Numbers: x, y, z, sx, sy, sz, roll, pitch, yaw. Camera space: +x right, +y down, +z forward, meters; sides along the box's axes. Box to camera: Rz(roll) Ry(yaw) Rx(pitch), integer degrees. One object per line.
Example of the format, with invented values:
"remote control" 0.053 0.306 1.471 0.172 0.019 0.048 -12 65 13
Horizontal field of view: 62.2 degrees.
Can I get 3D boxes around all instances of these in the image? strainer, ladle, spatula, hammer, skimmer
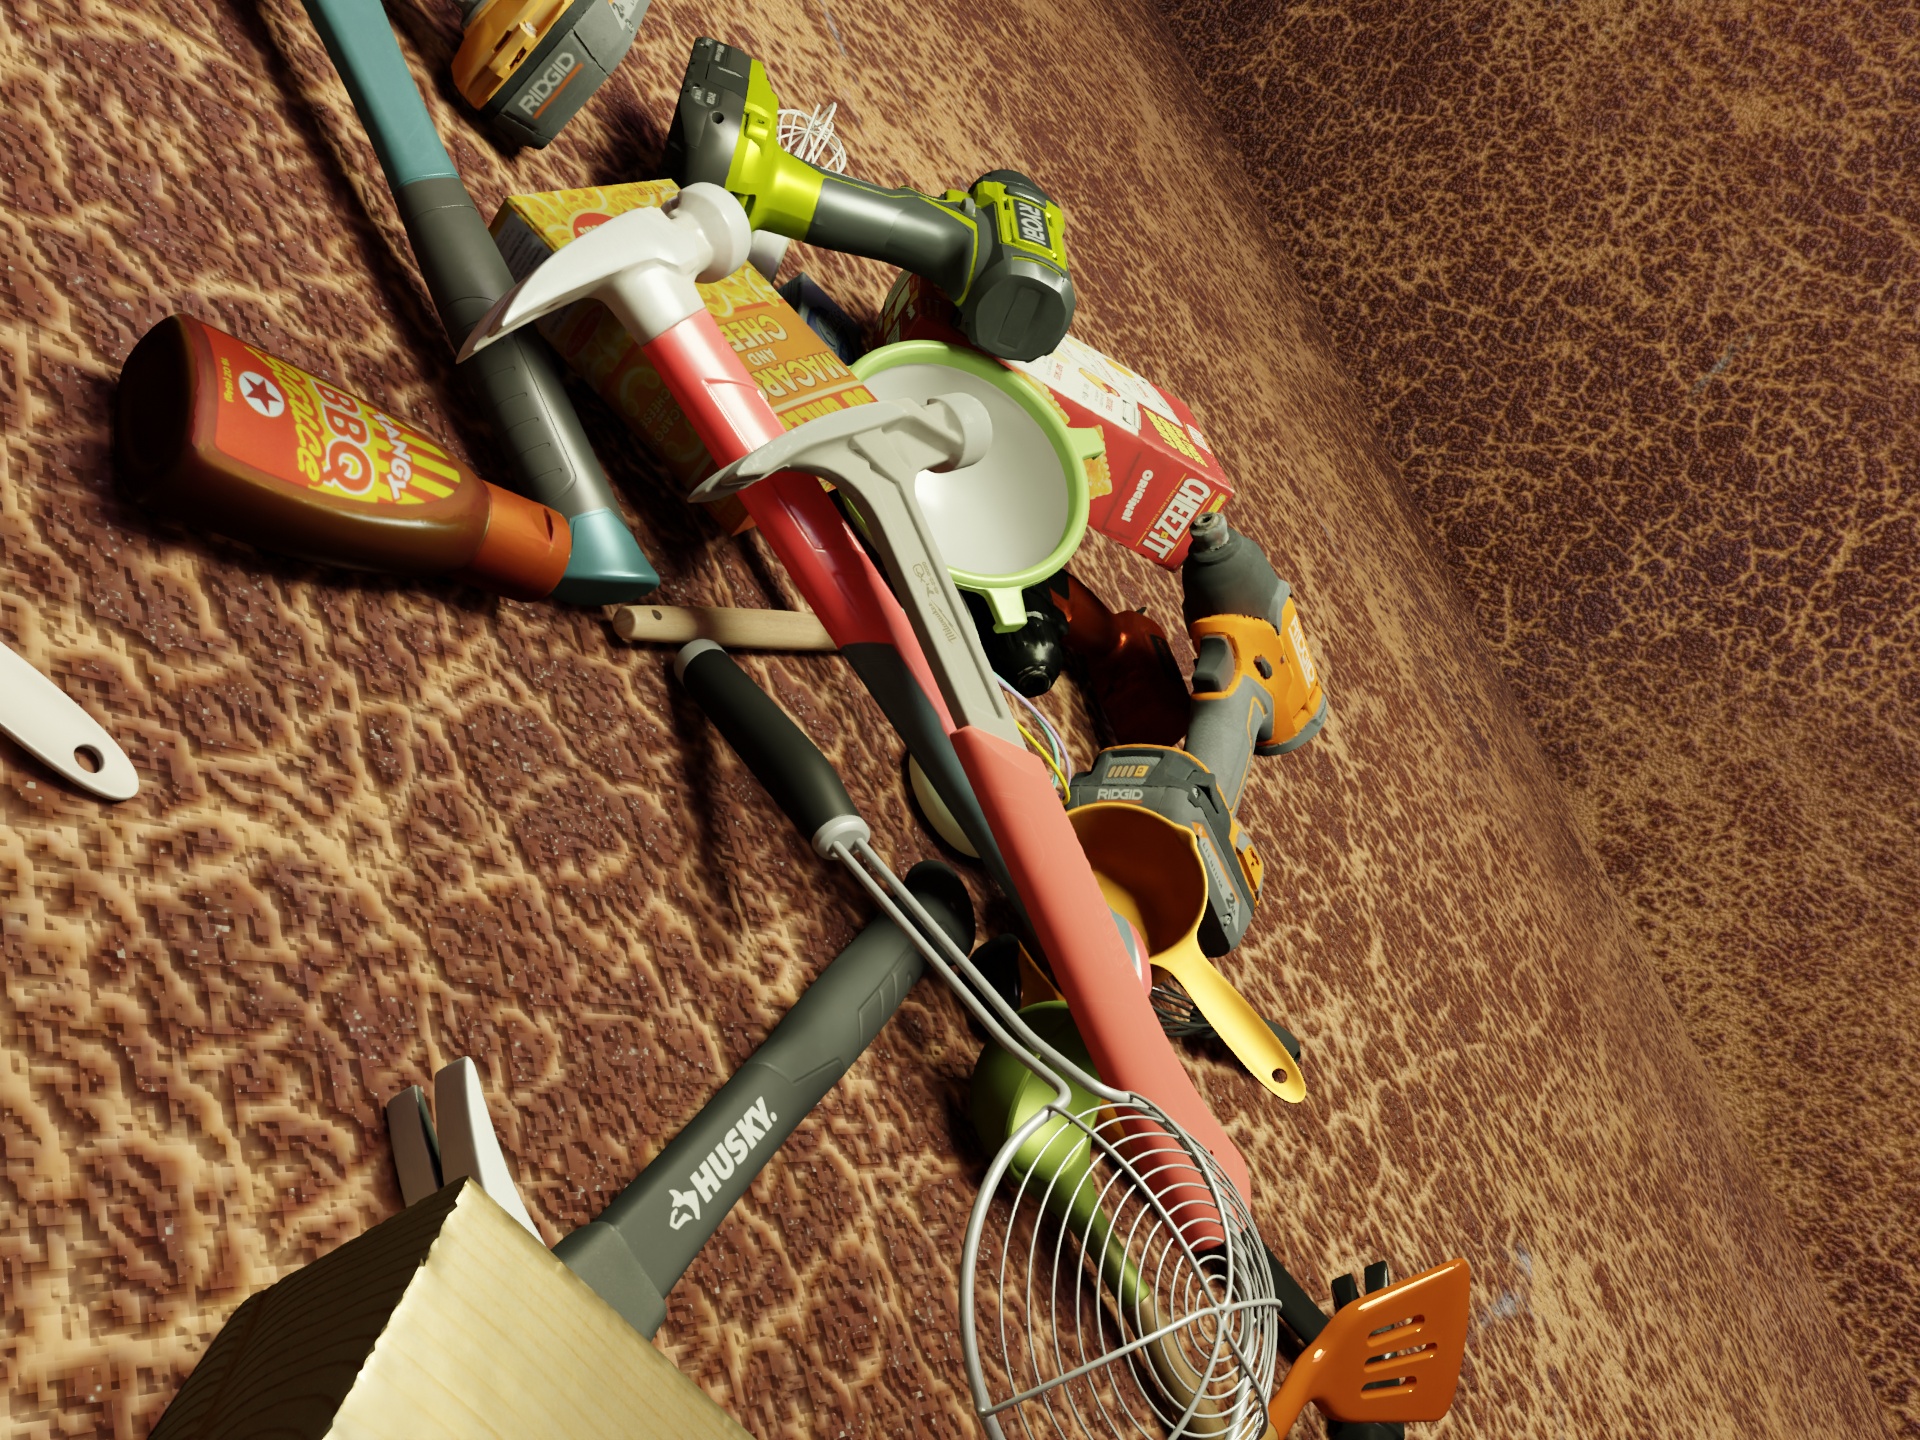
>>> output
"strainer" -0.056 -0.149 0.838 0.256 0.069 0.152 31 55 -9
"ladle" 0.094 0.266 0.668 0.078 0.062 0.320 -28 90 -46
"spatula" -0.060 -0.040 0.766 0.315 0.018 0.060 -1 62 -63
"spatula" 0.115 0.293 0.623 0.322 0.041 0.081 -7 105 -50
"hammer" -0.205 -0.195 0.624 0.128 0.033 0.331 -23 87 -37
"hammer" -0.064 0.121 0.560 0.146 0.035 0.335 58 25 -4
"skimmer" -0.023 0.101 0.555 0.127 0.090 0.364 4 32 -43
"hammer" 0.023 0.047 0.625 0.149 0.037 0.359 -28 96 -48
"hammer" -0.039 -0.023 0.641 0.386 0.038 0.143 57 42 -15
"hammer" 0.115 0.223 0.775 0.336 0.034 0.127 50 27 -18

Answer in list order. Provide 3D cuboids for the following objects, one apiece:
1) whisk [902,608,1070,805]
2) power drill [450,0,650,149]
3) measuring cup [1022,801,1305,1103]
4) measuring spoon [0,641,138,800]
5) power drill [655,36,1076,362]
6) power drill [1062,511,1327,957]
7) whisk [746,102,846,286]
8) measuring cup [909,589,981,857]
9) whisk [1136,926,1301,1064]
"whisk" -0.039 -0.046 0.740 0.245 0.051 0.047 45 9 8
"power drill" -0.254 -0.394 0.739 0.226 0.084 0.186 38 30 -29
"measuring cup" 0.097 0.118 0.750 0.174 0.095 0.052 50 -23 25
"measuring spoon" -0.257 -0.018 0.391 0.124 0.018 0.034 51 25 -33
"power drill" -0.050 -0.285 0.871 0.223 0.080 0.171 15 38 -16
"power drill" 0.136 0.001 0.893 0.227 0.084 0.164 -60 136 -38
"whisk" -0.107 -0.307 0.946 0.057 0.059 0.247 33 38 -22
"measuring cup" -0.001 -0.003 0.813 0.083 0.038 0.168 33 33 -43
"whisk" 0.137 0.161 0.875 0.238 0.055 0.055 33 35 -51
